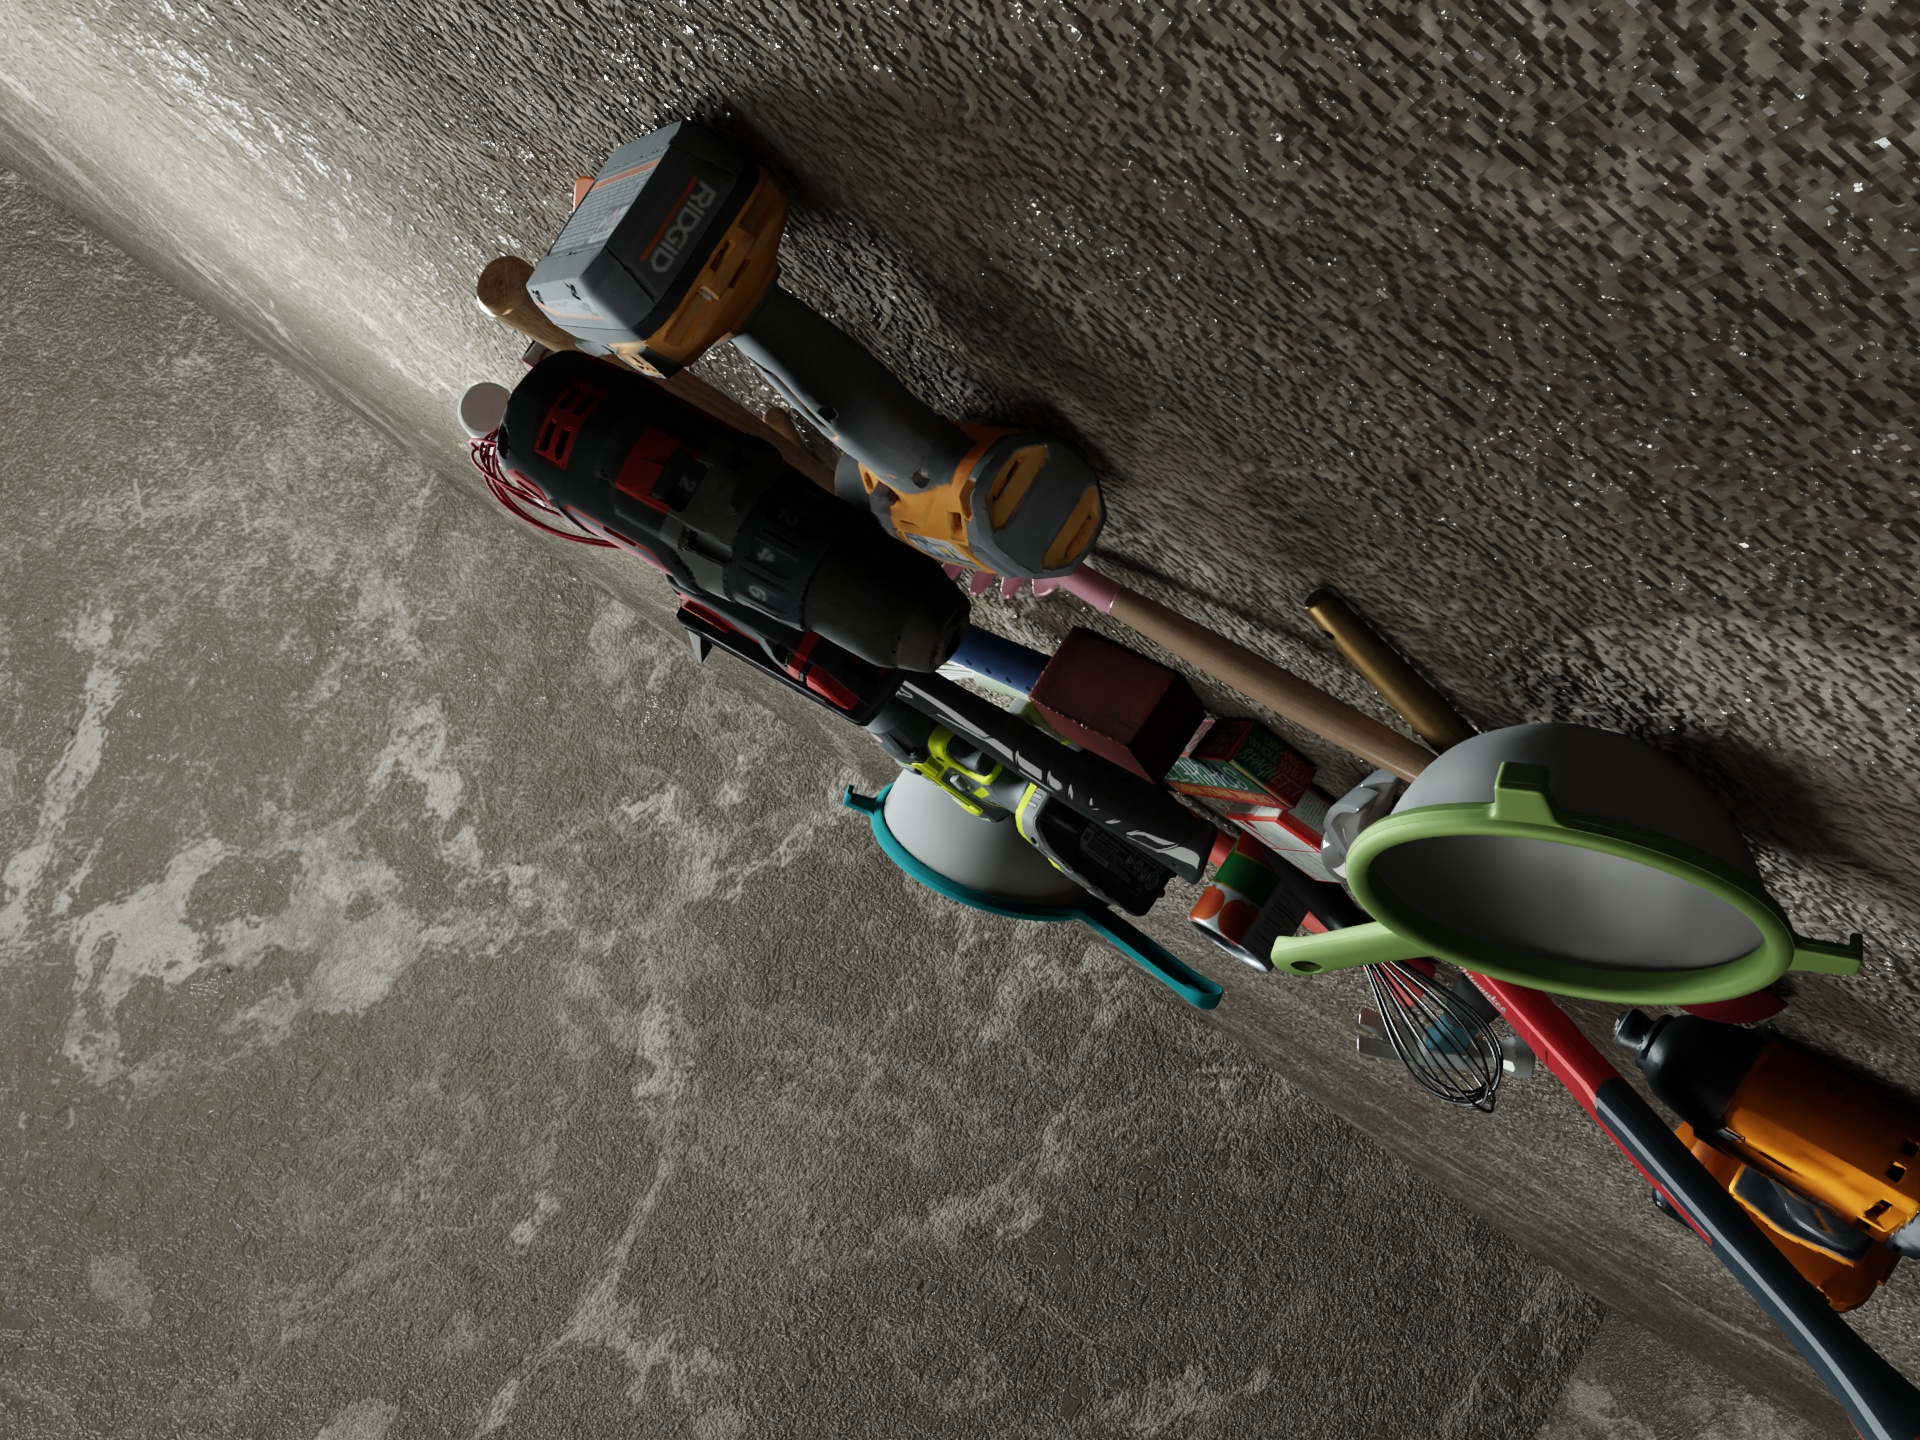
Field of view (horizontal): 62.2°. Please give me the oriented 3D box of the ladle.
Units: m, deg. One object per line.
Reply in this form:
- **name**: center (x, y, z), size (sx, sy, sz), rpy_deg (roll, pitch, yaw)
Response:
- **ladle**: center (0.248, 0.046, 0.673), size (0.315, 0.031, 0.069), rpy_deg (40, 171, -22)

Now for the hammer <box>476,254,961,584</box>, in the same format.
- **hammer**: center (-0.103, -0.139, 0.802), size (0.130, 0.031, 0.331), rpy_deg (25, 179, 38)

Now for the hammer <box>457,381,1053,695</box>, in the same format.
- **hammer**: center (-0.107, -0.096, 0.984), size (0.405, 0.035, 0.144), rpy_deg (24, 172, 0)

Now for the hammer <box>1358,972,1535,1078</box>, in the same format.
- **hammer**: center (0.334, 0.190, 1.040), size (0.128, 0.033, 0.330), rpy_deg (4, 160, 11)

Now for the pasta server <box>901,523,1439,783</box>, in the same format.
- **pasta server**: center (0.088, -0.037, 0.725), size (0.316, 0.040, 0.060), rpy_deg (33, 170, 36)

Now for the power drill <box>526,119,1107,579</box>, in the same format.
- **power drill**: center (-0.064, -0.141, 0.671), size (0.226, 0.084, 0.185), rpy_deg (34, 175, -29)

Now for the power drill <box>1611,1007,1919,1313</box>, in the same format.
- **power drill**: center (0.423, 0.226, 0.835), size (0.164, 0.084, 0.226), rpy_deg (31, 167, 32)

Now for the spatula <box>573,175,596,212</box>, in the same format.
- **spatula**: center (-0.179, -0.192, 0.869), size (0.081, 0.041, 0.322), rpy_deg (34, 168, -6)

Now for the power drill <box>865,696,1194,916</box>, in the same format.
- **power drill**: center (0.034, 0.039, 1.068), size (0.223, 0.080, 0.171), rpy_deg (25, 171, 47)

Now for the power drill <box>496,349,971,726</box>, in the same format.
- **power drill**: center (-0.068, -0.060, 0.656), size (0.188, 0.080, 0.226), rpy_deg (29, 177, 13)

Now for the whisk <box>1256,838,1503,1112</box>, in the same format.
- **whisk**: center (0.246, 0.141, 0.964), size (0.055, 0.055, 0.239), rpy_deg (44, -171, -48)

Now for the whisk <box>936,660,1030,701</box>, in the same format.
- **whisk**: center (0.012, -0.036, 1.093), size (0.246, 0.058, 0.059), rpy_deg (20, 121, 47)

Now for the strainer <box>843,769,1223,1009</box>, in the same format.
- **strainer**: center (0.082, 0.093, 1.230), size (0.211, 0.095, 0.341), rpy_deg (-7, -148, -44)

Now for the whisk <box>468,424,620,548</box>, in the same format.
- **whisk**: center (-0.132, -0.106, 0.901), size (0.295, 0.073, 0.073), rpy_deg (20, 175, -12)

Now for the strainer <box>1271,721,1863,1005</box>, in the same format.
- **strainer**: center (0.202, 0.057, 0.623), size (0.151, 0.069, 0.256), rpy_deg (26, 158, -13)

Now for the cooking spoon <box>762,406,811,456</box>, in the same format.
- **cooking spoon**: center (-0.086, -0.132, 1.020), size (0.069, 0.017, 0.318), rpy_deg (32, 172, 11)

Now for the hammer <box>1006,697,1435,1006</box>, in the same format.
- **hammer**: center (0.186, 0.089, 1.150), size (0.359, 0.037, 0.149), rpy_deg (35, 172, 5)

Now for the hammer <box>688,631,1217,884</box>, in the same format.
- **hammer**: center (-0.001, -0.003, 0.874), size (0.334, 0.035, 0.146), rpy_deg (31, 150, -9)

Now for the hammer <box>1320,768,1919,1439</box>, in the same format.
- **hammer**: center (0.317, 0.182, 0.764), size (0.386, 0.038, 0.143), rpy_deg (50, 175, 18)
